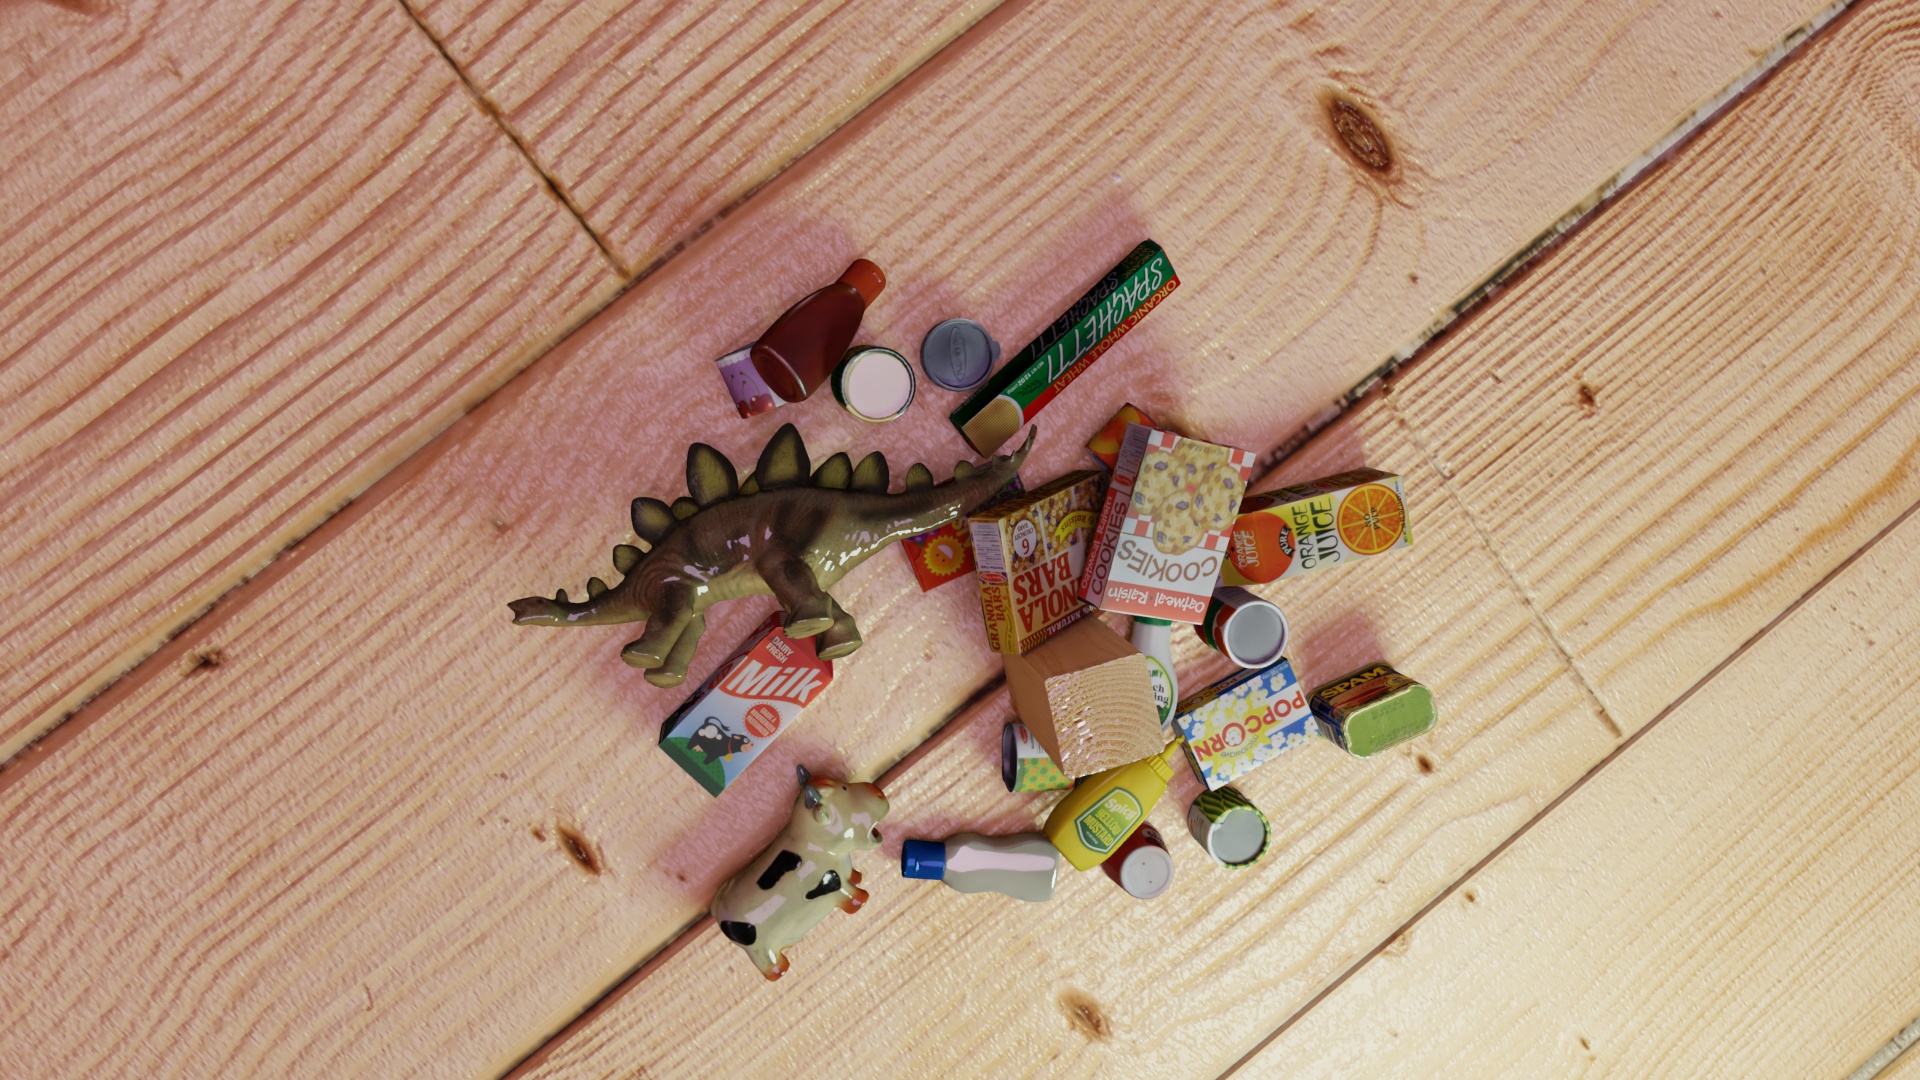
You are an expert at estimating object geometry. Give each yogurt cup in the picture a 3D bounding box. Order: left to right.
[{"bbox_3d":[0.174,0.314,1.352,0.072,0.054,0.072,-1,98,-9],"label":"yogurt cup"}]

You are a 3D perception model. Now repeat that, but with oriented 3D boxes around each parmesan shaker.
[{"bbox_3d":[-0.075,-0.138,1.220,0.071,0.103,0.071,-1,98,-10],"label":"parmesan shaker"}]

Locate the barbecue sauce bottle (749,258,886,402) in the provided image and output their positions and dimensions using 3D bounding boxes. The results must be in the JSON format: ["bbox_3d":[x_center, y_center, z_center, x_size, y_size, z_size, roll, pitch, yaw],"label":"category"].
[{"bbox_3d":[-0.117,-0.187,1.202,0.064,0.043,0.149,54,53,-26],"label":"barbecue sauce bottle"}]

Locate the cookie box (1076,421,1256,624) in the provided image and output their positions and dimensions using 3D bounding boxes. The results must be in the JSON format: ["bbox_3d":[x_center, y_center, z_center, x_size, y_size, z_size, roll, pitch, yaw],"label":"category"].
[{"bbox_3d":[0.185,-0.013,1.254,0.123,0.040,0.167,10,101,-31],"label":"cookie box"}]

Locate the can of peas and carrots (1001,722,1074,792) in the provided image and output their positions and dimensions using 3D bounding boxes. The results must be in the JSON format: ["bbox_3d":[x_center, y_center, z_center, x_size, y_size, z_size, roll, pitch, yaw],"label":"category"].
[{"bbox_3d":[0.073,0.206,1.315,0.059,0.071,0.071,0,98,-10],"label":"can of peas and carrots"}]

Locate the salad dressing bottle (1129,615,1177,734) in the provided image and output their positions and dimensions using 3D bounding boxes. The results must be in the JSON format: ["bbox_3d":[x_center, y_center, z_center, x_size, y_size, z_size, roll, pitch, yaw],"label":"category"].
[{"bbox_3d":[0.179,0.114,1.329,0.064,0.044,0.147,6,95,3],"label":"salad dressing bottle"}]

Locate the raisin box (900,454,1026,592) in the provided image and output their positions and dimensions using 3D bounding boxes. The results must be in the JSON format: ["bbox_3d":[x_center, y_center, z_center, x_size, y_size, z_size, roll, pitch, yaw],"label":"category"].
[{"bbox_3d":[0.005,-0.016,1.284,0.123,0.040,0.086,-23,102,-5],"label":"raisin box"}]

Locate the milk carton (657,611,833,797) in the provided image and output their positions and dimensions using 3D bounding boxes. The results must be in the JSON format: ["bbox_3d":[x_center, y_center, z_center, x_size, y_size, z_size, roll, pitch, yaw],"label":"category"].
[{"bbox_3d":[-0.180,0.132,1.255,0.190,0.072,0.073,-45,102,-1],"label":"milk carton"}]

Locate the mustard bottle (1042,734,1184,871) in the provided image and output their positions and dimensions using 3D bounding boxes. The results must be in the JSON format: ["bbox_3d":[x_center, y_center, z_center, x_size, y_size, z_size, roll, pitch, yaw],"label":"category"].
[{"bbox_3d":[0.151,0.237,1.304,0.160,0.049,0.065,-44,105,-2],"label":"mustard bottle"}]

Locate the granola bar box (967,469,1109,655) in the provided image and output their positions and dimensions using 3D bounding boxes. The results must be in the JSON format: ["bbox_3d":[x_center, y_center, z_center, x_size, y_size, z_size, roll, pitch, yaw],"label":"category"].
[{"bbox_3d":[0.079,0.016,1.251,0.166,0.039,0.124,-24,110,-46],"label":"granola bar box"}]

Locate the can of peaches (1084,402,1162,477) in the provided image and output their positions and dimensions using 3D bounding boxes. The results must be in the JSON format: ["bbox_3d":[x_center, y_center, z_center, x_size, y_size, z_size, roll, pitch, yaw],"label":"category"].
[{"bbox_3d":[0.159,-0.084,1.285,0.071,0.071,0.058,44,90,-13],"label":"can of peaches"}]

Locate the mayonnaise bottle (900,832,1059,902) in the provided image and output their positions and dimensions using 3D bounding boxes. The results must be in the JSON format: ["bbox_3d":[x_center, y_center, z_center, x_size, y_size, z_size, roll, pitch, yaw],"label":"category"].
[{"bbox_3d":[0.018,0.310,1.332,0.148,0.041,0.064,6,95,-10],"label":"mayonnaise bottle"}]

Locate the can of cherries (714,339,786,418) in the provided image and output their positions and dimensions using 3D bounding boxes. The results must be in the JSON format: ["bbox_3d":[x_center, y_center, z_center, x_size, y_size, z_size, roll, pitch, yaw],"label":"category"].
[{"bbox_3d":[-0.176,-0.145,1.223,0.071,0.071,0.058,-25,102,-5],"label":"can of cherries"}]

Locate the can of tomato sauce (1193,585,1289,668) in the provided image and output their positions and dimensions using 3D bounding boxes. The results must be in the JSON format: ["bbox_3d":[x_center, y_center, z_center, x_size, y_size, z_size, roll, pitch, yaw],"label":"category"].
[{"bbox_3d":[0.267,0.083,1.320,0.071,0.083,0.071,-1,98,-9],"label":"can of tomato sauce"}]

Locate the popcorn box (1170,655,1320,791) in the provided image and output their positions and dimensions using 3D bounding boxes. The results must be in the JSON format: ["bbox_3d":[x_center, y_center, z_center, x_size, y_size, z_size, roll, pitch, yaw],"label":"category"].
[{"bbox_3d":[0.277,0.177,1.358,0.127,0.038,0.085,-27,102,-5],"label":"popcorn box"}]

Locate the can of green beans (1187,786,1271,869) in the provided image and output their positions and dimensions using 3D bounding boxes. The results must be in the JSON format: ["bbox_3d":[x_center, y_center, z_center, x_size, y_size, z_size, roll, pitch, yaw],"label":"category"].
[{"bbox_3d":[0.263,0.281,1.361,0.071,0.058,0.071,-1,98,-10],"label":"can of green beans"}]

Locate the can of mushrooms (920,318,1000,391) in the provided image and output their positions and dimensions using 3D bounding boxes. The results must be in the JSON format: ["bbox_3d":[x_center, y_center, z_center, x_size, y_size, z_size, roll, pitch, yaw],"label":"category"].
[{"bbox_3d":[-0.001,-0.169,1.264,0.071,0.033,0.071,-1,98,-9],"label":"can of mushrooms"}]

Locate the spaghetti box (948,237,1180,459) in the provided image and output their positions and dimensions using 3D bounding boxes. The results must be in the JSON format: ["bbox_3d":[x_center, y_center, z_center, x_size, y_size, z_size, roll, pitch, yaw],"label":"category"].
[{"bbox_3d":[0.097,-0.176,1.273,0.250,0.029,0.050,-42,133,-2],"label":"spaghetti box"}]

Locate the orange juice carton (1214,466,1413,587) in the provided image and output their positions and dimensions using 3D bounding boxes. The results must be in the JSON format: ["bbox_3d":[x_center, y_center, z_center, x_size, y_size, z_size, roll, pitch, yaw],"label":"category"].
[{"bbox_3d":[0.322,-0.011,1.322,0.193,0.073,0.071,-14,100,-7],"label":"orange juice carton"}]

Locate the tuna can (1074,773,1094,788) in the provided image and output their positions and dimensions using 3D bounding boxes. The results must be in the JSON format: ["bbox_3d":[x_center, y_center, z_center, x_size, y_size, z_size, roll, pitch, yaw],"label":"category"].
[{"bbox_3d":[0.145,0.238,1.347,0.071,0.033,0.071,-2,98,-10],"label":"tuna can"}]
